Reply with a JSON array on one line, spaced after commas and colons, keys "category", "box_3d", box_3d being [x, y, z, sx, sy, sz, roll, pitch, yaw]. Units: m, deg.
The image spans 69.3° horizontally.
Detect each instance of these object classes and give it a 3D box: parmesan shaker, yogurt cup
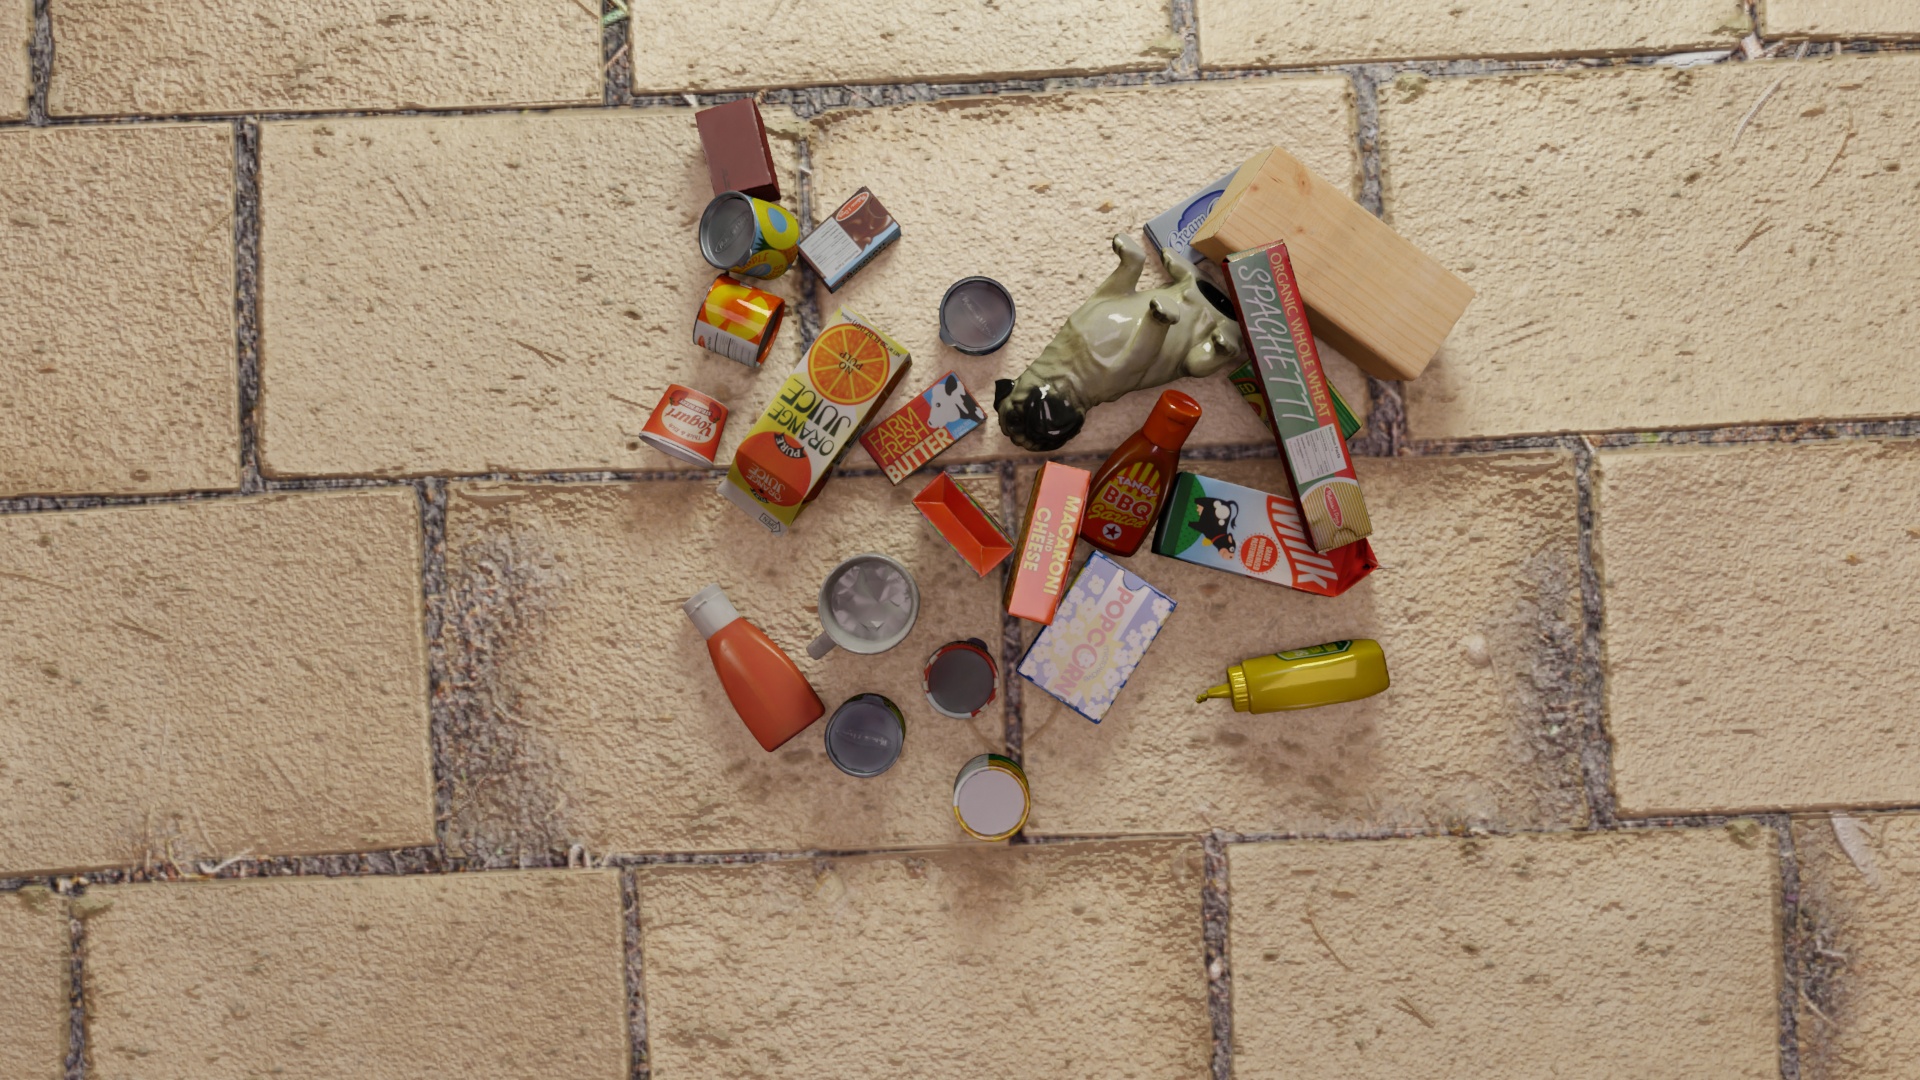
[{"category": "parmesan shaker", "box_3d": [0.285, -0.120, 1.181, 0.071, 0.071, 0.103, -38, 89, 0]}, {"category": "yogurt cup", "box_3d": [-0.234, -0.099, 1.191, 0.072, 0.072, 0.054, 22, 82, 1]}]

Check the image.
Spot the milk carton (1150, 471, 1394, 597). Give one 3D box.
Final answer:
[{"category": "milk carton", "box_3d": [0.266, 0.000, 1.179, 0.191, 0.072, 0.073, 15, 89, 1]}]

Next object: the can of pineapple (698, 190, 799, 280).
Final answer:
[{"category": "can of pineapple", "box_3d": [-0.179, -0.257, 1.181, 0.071, 0.058, 0.071, -1, 88, 35]}]

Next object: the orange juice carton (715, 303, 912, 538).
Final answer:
[{"category": "orange juice carton", "box_3d": [-0.125, -0.099, 1.184, 0.072, 0.073, 0.192, 36, 90, 1]}]

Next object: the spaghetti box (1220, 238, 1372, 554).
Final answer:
[{"category": "spaghetti box", "box_3d": [0.269, -0.114, 1.109, 0.050, 0.029, 0.249, -19, 99, 1]}]

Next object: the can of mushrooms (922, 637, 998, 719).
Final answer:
[{"category": "can of mushrooms", "box_3d": [0.001, 0.118, 1.200, 0.071, 0.033, 0.071, 0, 89, 1]}]

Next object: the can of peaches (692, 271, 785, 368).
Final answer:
[{"category": "can of peaches", "box_3d": [-0.188, -0.189, 1.189, 0.058, 0.071, 0.071, 23, 90, 1]}]

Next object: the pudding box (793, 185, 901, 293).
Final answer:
[{"category": "pudding box", "box_3d": [-0.097, -0.261, 1.207, 0.084, 0.030, 0.049, -41, 88, 0]}]

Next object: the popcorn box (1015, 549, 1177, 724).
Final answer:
[{"category": "popcorn box", "box_3d": [0.116, 0.083, 1.197, 0.085, 0.038, 0.126, 33, 90, 2]}]

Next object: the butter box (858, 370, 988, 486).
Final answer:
[{"category": "butter box", "box_3d": [-0.032, -0.097, 1.207, 0.103, 0.024, 0.053, -36, 90, 0]}]

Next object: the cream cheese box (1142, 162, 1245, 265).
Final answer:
[{"category": "cream cheese box", "box_3d": [0.216, -0.278, 1.207, 0.104, 0.024, 0.053, -31, 89, 0]}]

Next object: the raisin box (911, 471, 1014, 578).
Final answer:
[{"category": "raisin box", "box_3d": [0.004, -0.014, 1.156, 0.040, 0.123, 0.086, -43, 89, 2]}]

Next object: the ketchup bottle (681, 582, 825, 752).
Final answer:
[{"category": "ketchup bottle", "box_3d": [-0.183, 0.106, 1.197, 0.065, 0.043, 0.149, -36, 89, -1]}]

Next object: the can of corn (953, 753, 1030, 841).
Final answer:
[{"category": "can of corn", "box_3d": [0.029, 0.221, 1.186, 0.071, 0.058, 0.071, 0, 90, 1]}]

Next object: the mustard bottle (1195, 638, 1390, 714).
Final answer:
[{"category": "mustard bottle", "box_3d": [0.279, 0.119, 1.183, 0.160, 0.065, 0.048, -11, 94, 4]}]

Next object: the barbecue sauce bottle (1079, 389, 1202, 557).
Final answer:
[{"category": "barbecue sauce bottle", "box_3d": [0.151, -0.057, 1.160, 0.065, 0.044, 0.147, 25, 122, -4]}]

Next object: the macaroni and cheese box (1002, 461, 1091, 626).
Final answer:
[{"category": "macaroni and cheese box", "box_3d": [0.069, 0.001, 1.134, 0.040, 0.166, 0.123, 14, 90, 0]}]

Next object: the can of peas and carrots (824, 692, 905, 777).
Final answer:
[{"category": "can of peas and carrots", "box_3d": [-0.080, 0.163, 1.187, 0.071, 0.058, 0.071, 0, 89, 0]}]

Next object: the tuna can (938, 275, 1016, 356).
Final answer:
[{"category": "tuna can", "box_3d": [0.013, -0.192, 1.203, 0.071, 0.033, 0.071, 0, 89, 1]}]
